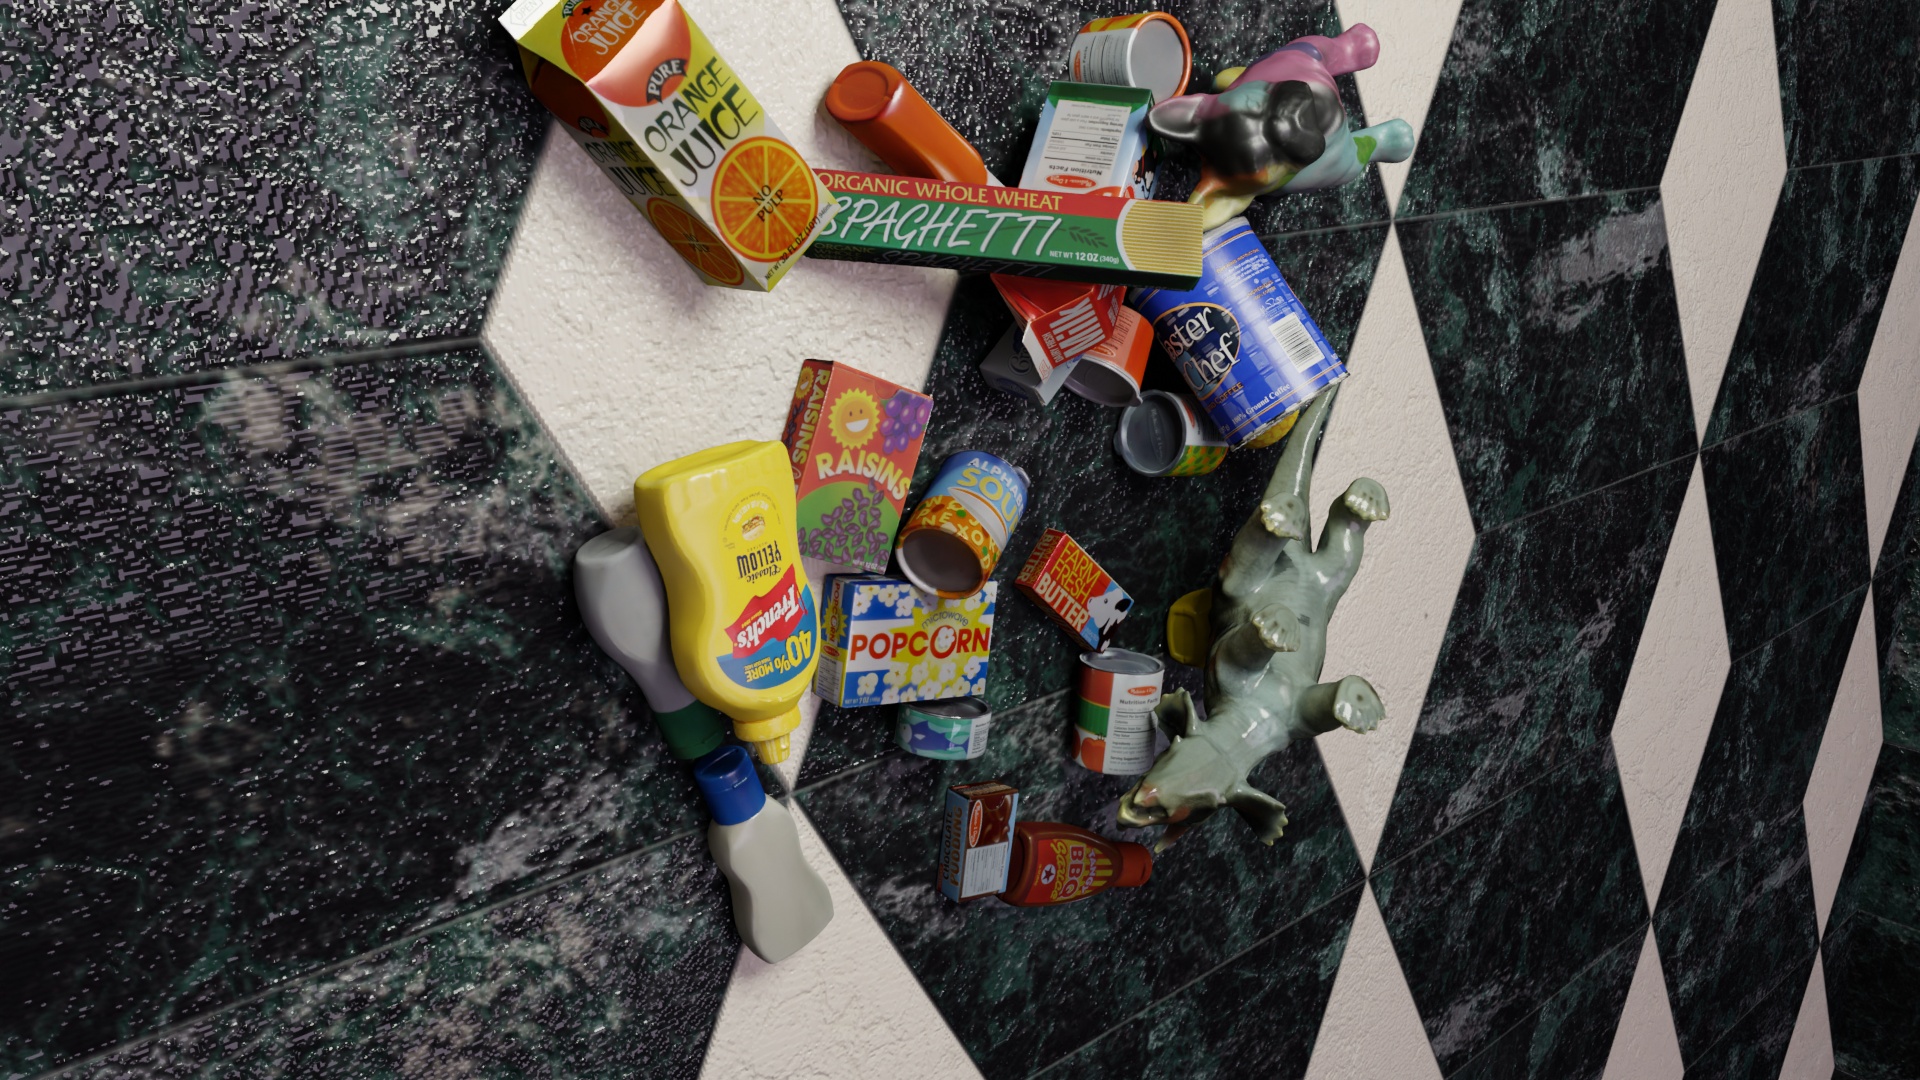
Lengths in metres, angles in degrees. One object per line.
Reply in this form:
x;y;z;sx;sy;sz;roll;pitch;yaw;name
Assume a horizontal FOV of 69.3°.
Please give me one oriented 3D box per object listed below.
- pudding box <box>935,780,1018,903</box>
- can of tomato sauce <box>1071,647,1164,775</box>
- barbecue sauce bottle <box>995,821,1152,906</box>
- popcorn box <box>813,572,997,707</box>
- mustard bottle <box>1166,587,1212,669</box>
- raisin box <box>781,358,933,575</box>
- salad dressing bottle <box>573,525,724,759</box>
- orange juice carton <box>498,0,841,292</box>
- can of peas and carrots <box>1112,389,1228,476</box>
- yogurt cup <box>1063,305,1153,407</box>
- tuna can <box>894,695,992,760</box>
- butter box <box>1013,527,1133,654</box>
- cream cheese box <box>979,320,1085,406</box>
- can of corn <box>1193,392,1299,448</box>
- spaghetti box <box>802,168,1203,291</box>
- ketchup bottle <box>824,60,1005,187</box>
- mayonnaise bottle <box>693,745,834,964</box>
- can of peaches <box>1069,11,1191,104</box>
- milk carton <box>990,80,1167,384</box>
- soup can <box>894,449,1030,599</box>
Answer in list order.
0.013;0.225;1.045;0.050;0.030;0.083;0;101;-39;pudding box
0.122;0.133;1.091;0.071;0.071;0.083;-4;104;-39;can of tomato sauce
0.092;0.258;1.109;0.148;0.043;0.065;12;92;-41;barbecue sauce bottle
-0.037;0.066;0.958;0.127;0.038;0.085;0;100;-40;popcorn box
0.244;0.068;1.185;0.161;0.049;0.065;-9;103;-38;mustard bottle
-0.075;-0.047;0.899;0.086;0.040;0.123;16;90;-40;raisin box
-0.183;0.064;0.834;0.064;0.044;0.147;-38;124;-35;salad dressing bottle
-0.160;-0.229;0.760;0.072;0.073;0.192;-54;128;-16;orange juice carton
0.163;-0.081;1.070;0.059;0.071;0.070;-2;102;-44;can of peas and carrots
0.106;-0.137;1.012;0.072;0.072;0.054;37;69;-39;yogurt cup
-0.015;0.128;0.976;0.071;0.071;0.032;0;102;-40;tuna can
0.088;0.039;1.064;0.103;0.024;0.053;42;73;-38;butter box
0.064;-0.145;0.978;0.104;0.053;0.024;-54;144;-16;cream cheese box
0.229;-0.113;1.117;0.058;0.071;0.071;35;78;-40;can of corn
0.026;-0.191;0.858;0.250;0.028;0.050;4;78;-6;spaghetti box
-0.018;-0.244;0.884;0.148;0.065;0.043;31;90;-49;ketchup bottle
-0.133;0.204;0.912;0.065;0.041;0.147;-33;119;-31;mayonnaise bottle
0.122;-0.336;0.978;0.071;0.058;0.071;-11;108;-37;can of peaches
0.076;-0.204;0.929;0.072;0.073;0.191;49;56;-65;milk carton
0.003;-0.012;0.932;0.071;0.071;0.084;64;36;-30;soup can
